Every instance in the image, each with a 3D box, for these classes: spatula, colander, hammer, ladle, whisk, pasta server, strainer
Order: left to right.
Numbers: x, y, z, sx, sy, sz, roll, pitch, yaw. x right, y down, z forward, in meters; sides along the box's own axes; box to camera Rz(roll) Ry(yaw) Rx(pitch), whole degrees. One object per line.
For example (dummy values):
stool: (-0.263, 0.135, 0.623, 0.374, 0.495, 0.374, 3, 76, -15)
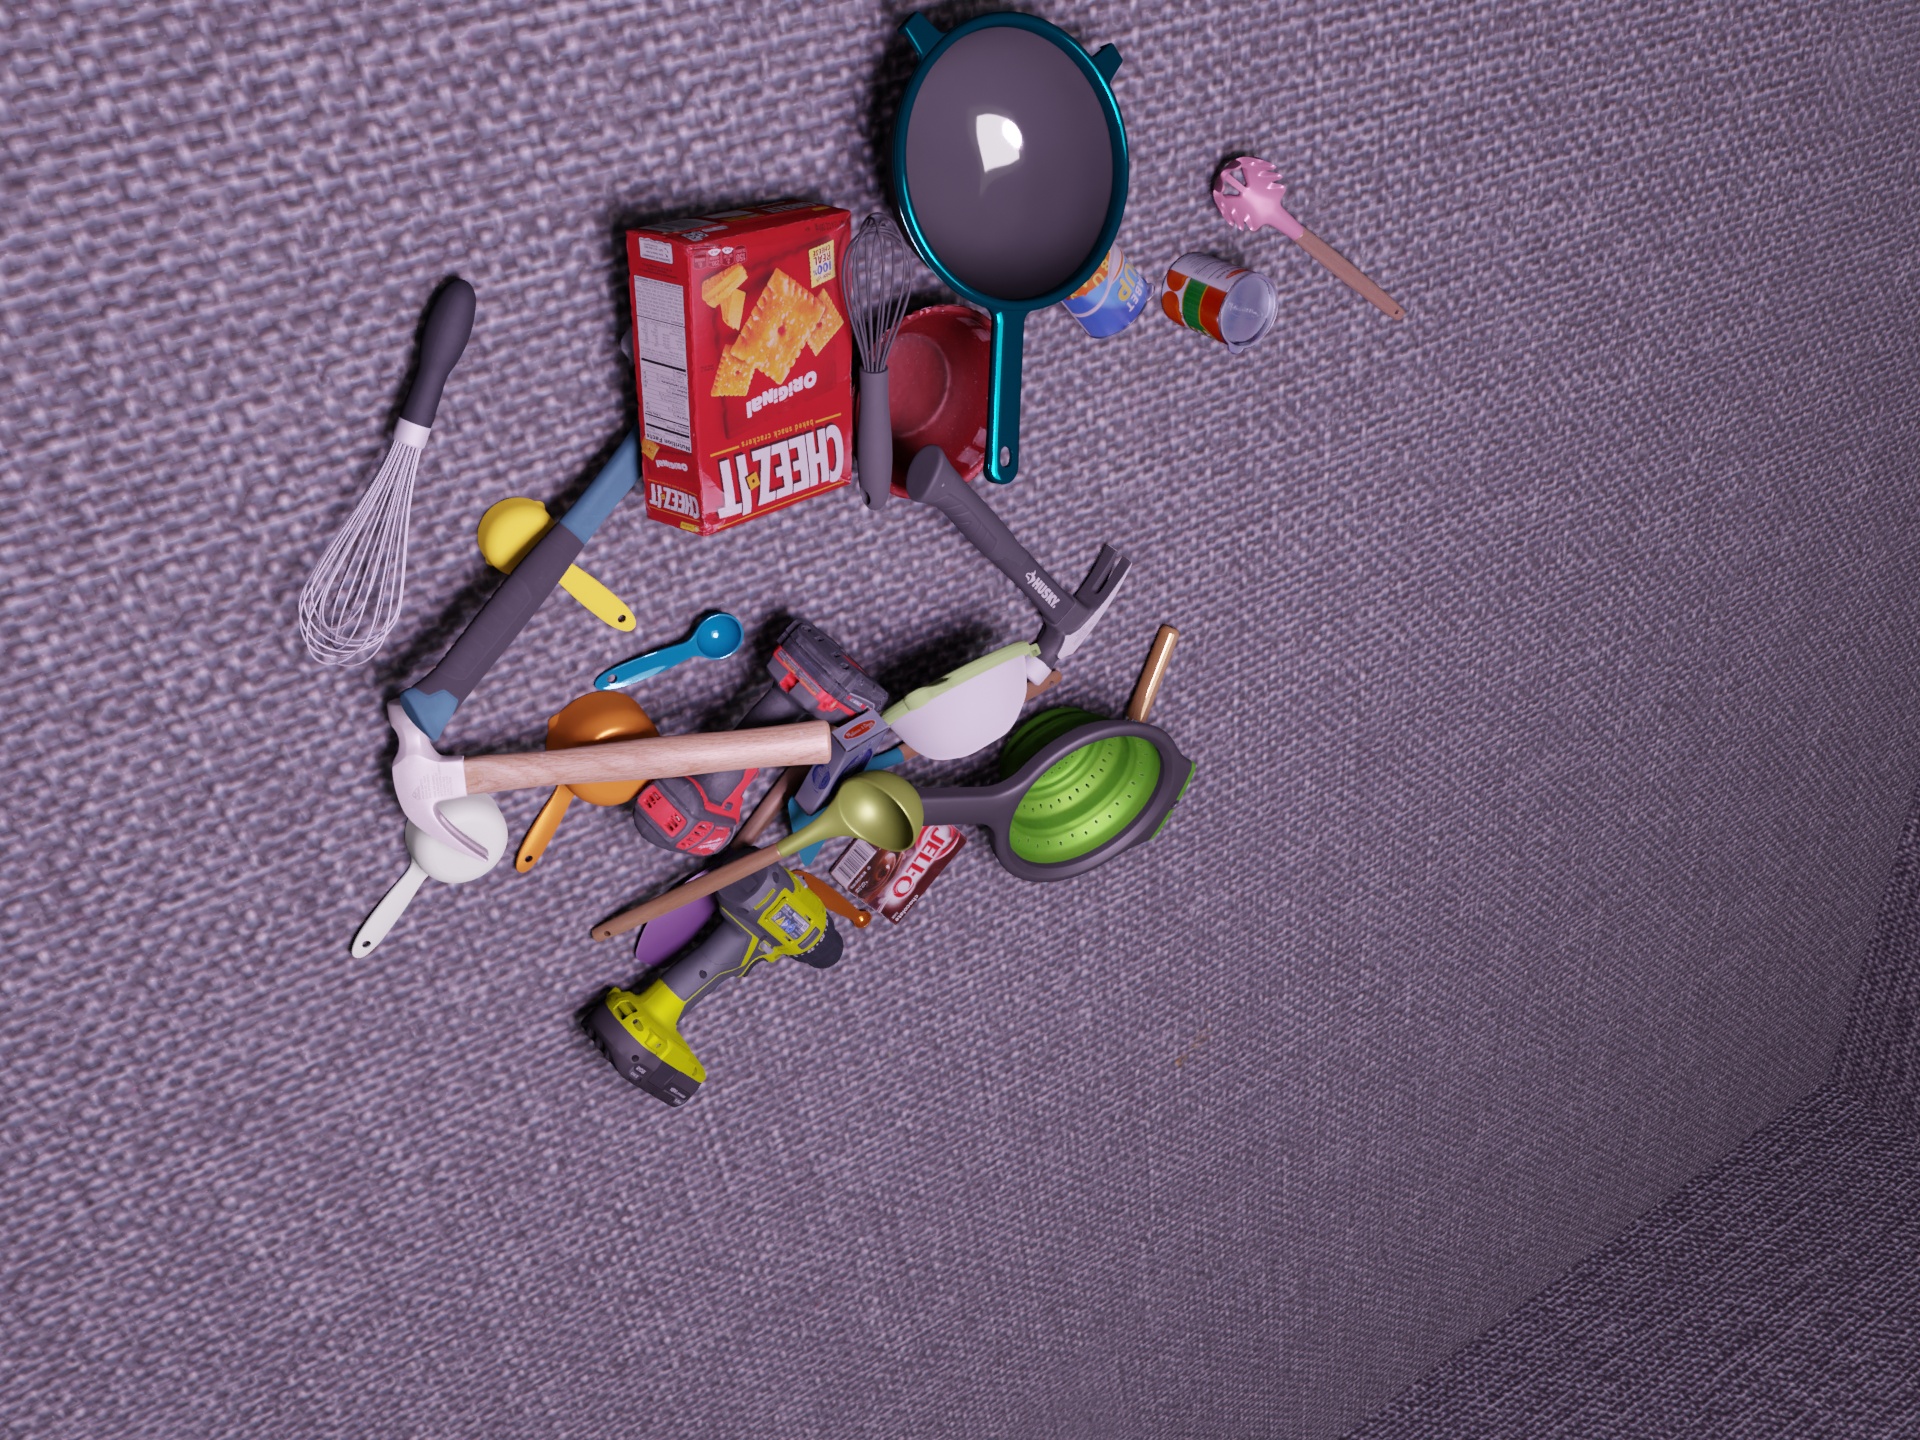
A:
whisk: (-0.390, -0.169, 1.100, 0.070, 0.070, 0.284, 15, 101, -41)
hammer: (-0.295, -0.127, 1.166, 0.331, 0.033, 0.128, -54, 141, -11)
hammer: (-0.265, 0.034, 1.234, 0.331, 0.031, 0.130, -5, 104, -12)
ladle: (-0.178, 0.127, 1.355, 0.320, 0.062, 0.078, -25, 113, 10)
spatula: (-0.187, 0.096, 1.430, 0.316, 0.018, 0.059, -52, 138, 2)
whisk: (-0.063, -0.264, 1.202, 0.055, 0.055, 0.238, -19, 132, -26)
spatula: (-0.029, 0.027, 1.488, 0.317, 0.044, 0.082, -27, 130, -22)
strainer: (-0.002, -0.004, 1.349, 0.151, 0.256, 0.069, -28, 89, 10)
strainer: (0.017, -0.356, 1.223, 0.211, 0.095, 0.340, -7, 106, -33)
colander: (0.038, 0.055, 1.507, 0.397, 0.095, 0.204, 0, 130, -36)
hammer: (0.045, -0.149, 1.392, 0.146, 0.035, 0.334, -49, 146, 1)
whisk: (0.175, 0.019, 1.633, 0.051, 0.047, 0.245, -28, 140, -75)
pasta server: (0.331, -0.437, 1.473, 0.316, 0.040, 0.060, 19, 117, -43)

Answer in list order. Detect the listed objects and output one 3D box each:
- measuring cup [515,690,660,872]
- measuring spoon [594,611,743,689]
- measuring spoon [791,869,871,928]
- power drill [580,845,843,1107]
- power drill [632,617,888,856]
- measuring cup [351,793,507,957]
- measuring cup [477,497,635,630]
measuring cup: (-0.308, 0.061, 1.296, 0.095, 0.052, 0.173, 27, 97, -43)
measuring spoon: (-0.241, -0.057, 1.305, 0.128, 0.021, 0.042, -23, 128, -12)
measuring spoon: (-0.126, 0.170, 1.528, 0.021, 0.011, 0.116, -50, 130, 1)
power drill: (-0.214, 0.238, 1.455, 0.228, 0.080, 0.190, -45, 145, -8)
power drill: (-0.170, 0.026, 1.343, 0.219, 0.079, 0.143, -46, 165, 1)
measuring cup: (-0.425, 0.129, 1.261, 0.167, 0.038, 0.083, -53, 134, -1)
measuring cup: (-0.299, -0.109, 1.214, 0.062, 0.029, 0.156, -49, 131, -1)
